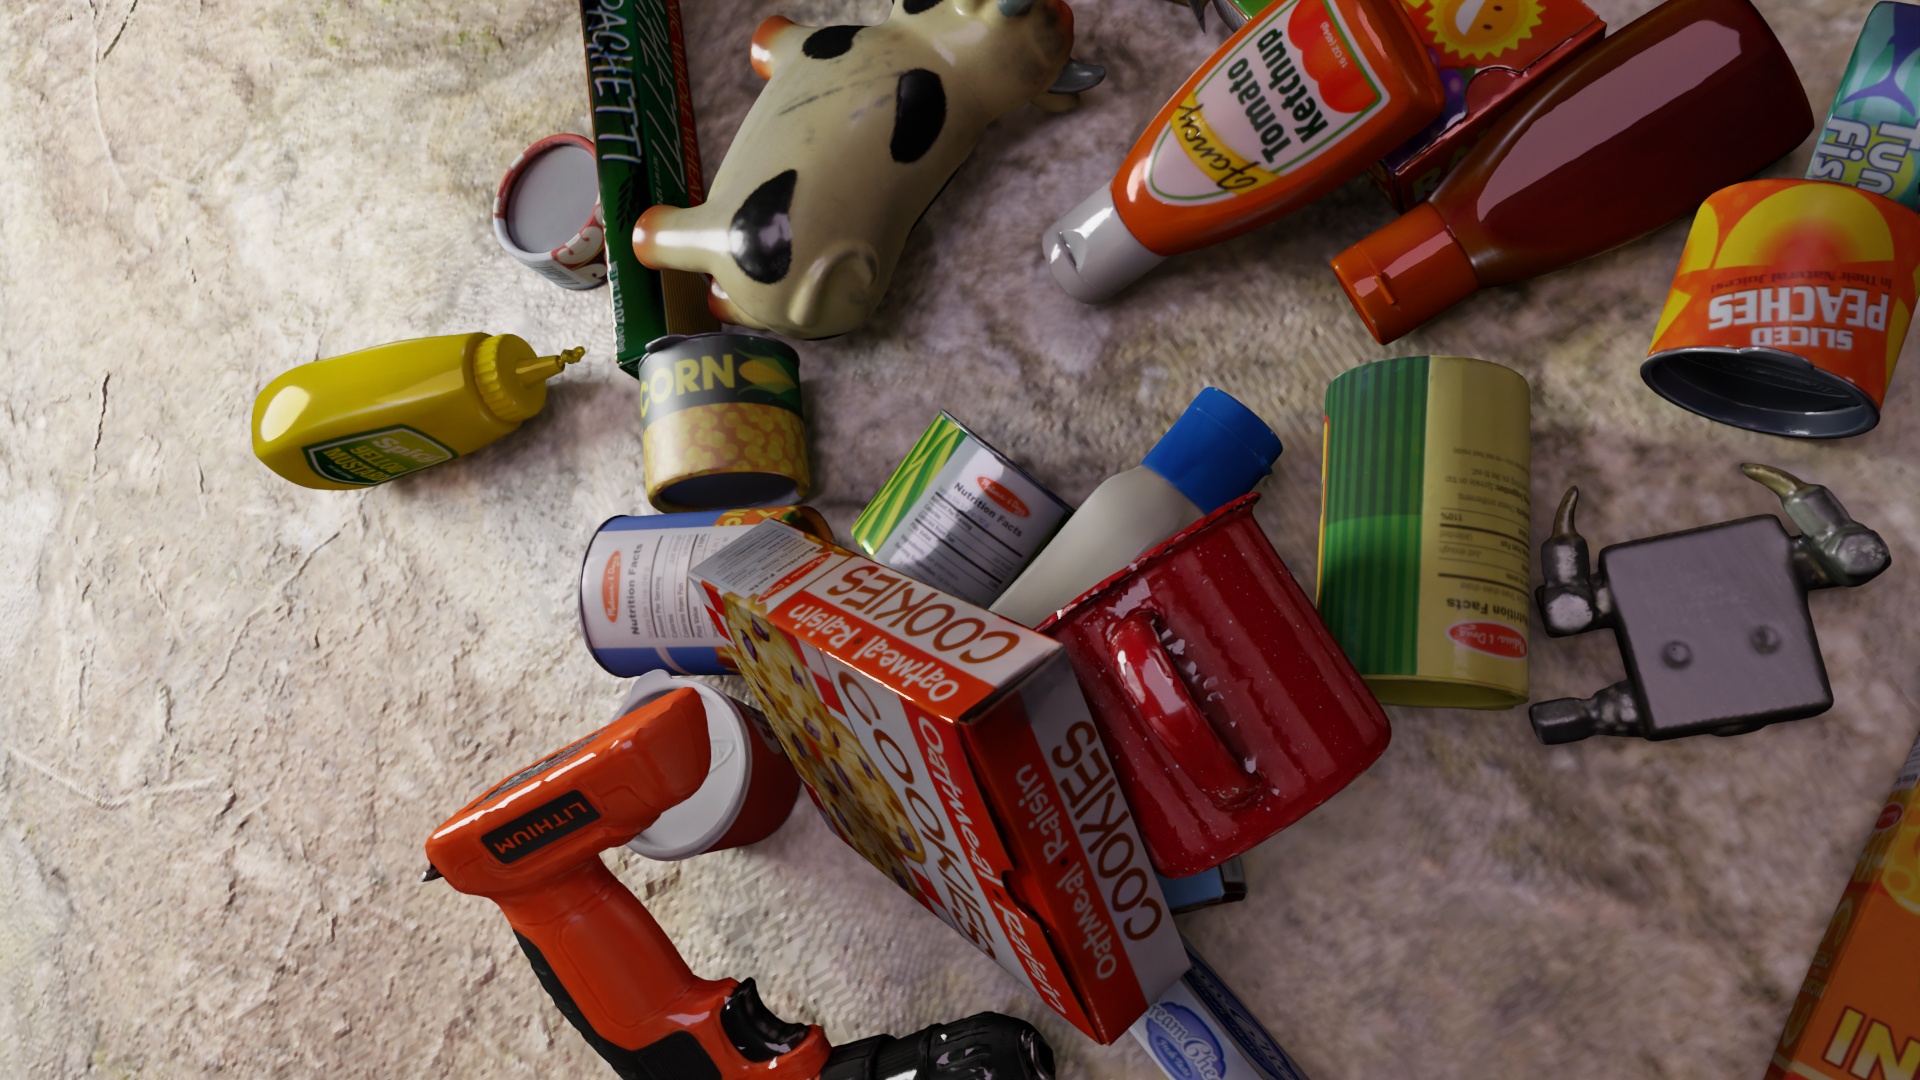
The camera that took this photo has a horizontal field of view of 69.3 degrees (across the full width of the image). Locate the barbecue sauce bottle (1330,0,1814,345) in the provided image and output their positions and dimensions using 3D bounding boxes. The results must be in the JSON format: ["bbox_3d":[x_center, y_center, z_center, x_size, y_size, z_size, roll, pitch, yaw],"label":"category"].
[{"bbox_3d":[0.200,-0.120,0.470,0.148,0.044,0.065,-31,93,14],"label":"barbecue sauce bottle"}]

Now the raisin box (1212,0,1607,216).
[{"bbox_3d":[0.160,-0.193,0.512,0.086,0.040,0.124,-37,66,10],"label":"raisin box"}]

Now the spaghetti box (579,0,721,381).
[{"bbox_3d":[-0.144,-0.186,0.634,0.028,0.050,0.250,-16,71,17],"label":"spaghetti box"}]

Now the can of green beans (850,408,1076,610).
[{"bbox_3d":[0.002,-0.006,0.516,0.071,0.071,0.058,40,95,26],"label":"can of green beans"}]

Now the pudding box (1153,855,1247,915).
[{"bbox_3d":[0.071,0.083,0.472,0.030,0.049,0.084,-18,71,17],"label":"pudding box"}]

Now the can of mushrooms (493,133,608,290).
[{"bbox_3d":[-0.182,-0.156,0.652,0.071,0.033,0.071,-6,74,23],"label":"can of mushrooms"}]

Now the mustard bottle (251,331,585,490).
[{"bbox_3d":[-0.244,-0.064,0.639,0.160,0.065,0.049,-14,68,15],"label":"mustard bottle"}]

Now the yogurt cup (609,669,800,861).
[{"bbox_3d":[-0.098,0.090,0.540,0.072,0.054,0.072,-6,75,22],"label":"yogurt cup"}]

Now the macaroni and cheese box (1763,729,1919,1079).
[{"bbox_3d":[0.304,0.122,0.367,0.124,0.040,0.166,25,87,27],"label":"macaroni and cheese box"}]

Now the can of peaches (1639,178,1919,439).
[{"bbox_3d":[0.252,-0.071,0.423,0.071,0.071,0.058,20,84,26],"label":"can of peaches"}]

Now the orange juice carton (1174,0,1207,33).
[{"bbox_3d":[0.075,-0.304,0.559,0.073,0.071,0.193,-13,72,20],"label":"orange juice carton"}]

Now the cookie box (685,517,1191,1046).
[{"bbox_3d":[-0.013,0.068,0.436,0.040,0.122,0.167,-35,30,-22],"label":"cookie box"}]

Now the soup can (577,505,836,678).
[{"bbox_3d":[-0.096,0.021,0.550,0.084,0.071,0.071,-3,76,18],"label":"soup can"}]

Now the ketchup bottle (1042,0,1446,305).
[{"bbox_3d":[0.094,-0.137,0.497,0.148,0.044,0.065,-32,78,39],"label":"ketchup bottle"}]

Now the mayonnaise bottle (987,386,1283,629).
[{"bbox_3d":[0.053,0.012,0.494,0.041,0.064,0.148,41,90,30],"label":"mayonnaise bottle"}]

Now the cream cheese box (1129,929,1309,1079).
[{"bbox_3d":[0.079,0.159,0.447,0.024,0.053,0.104,-45,64,5],"label":"cream cheese box"}]

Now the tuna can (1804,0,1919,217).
[{"bbox_3d":[0.285,-0.127,0.425,0.033,0.071,0.071,22,86,28],"label":"tuna can"}]

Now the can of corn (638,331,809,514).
[{"bbox_3d":[-0.098,-0.046,0.566,0.071,0.071,0.058,-13,73,20],"label":"can of corn"}]

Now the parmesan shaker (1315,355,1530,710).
[{"bbox_3d":[0.152,0.000,0.453,0.071,0.071,0.103,0,76,23],"label":"parmesan shaker"}]
